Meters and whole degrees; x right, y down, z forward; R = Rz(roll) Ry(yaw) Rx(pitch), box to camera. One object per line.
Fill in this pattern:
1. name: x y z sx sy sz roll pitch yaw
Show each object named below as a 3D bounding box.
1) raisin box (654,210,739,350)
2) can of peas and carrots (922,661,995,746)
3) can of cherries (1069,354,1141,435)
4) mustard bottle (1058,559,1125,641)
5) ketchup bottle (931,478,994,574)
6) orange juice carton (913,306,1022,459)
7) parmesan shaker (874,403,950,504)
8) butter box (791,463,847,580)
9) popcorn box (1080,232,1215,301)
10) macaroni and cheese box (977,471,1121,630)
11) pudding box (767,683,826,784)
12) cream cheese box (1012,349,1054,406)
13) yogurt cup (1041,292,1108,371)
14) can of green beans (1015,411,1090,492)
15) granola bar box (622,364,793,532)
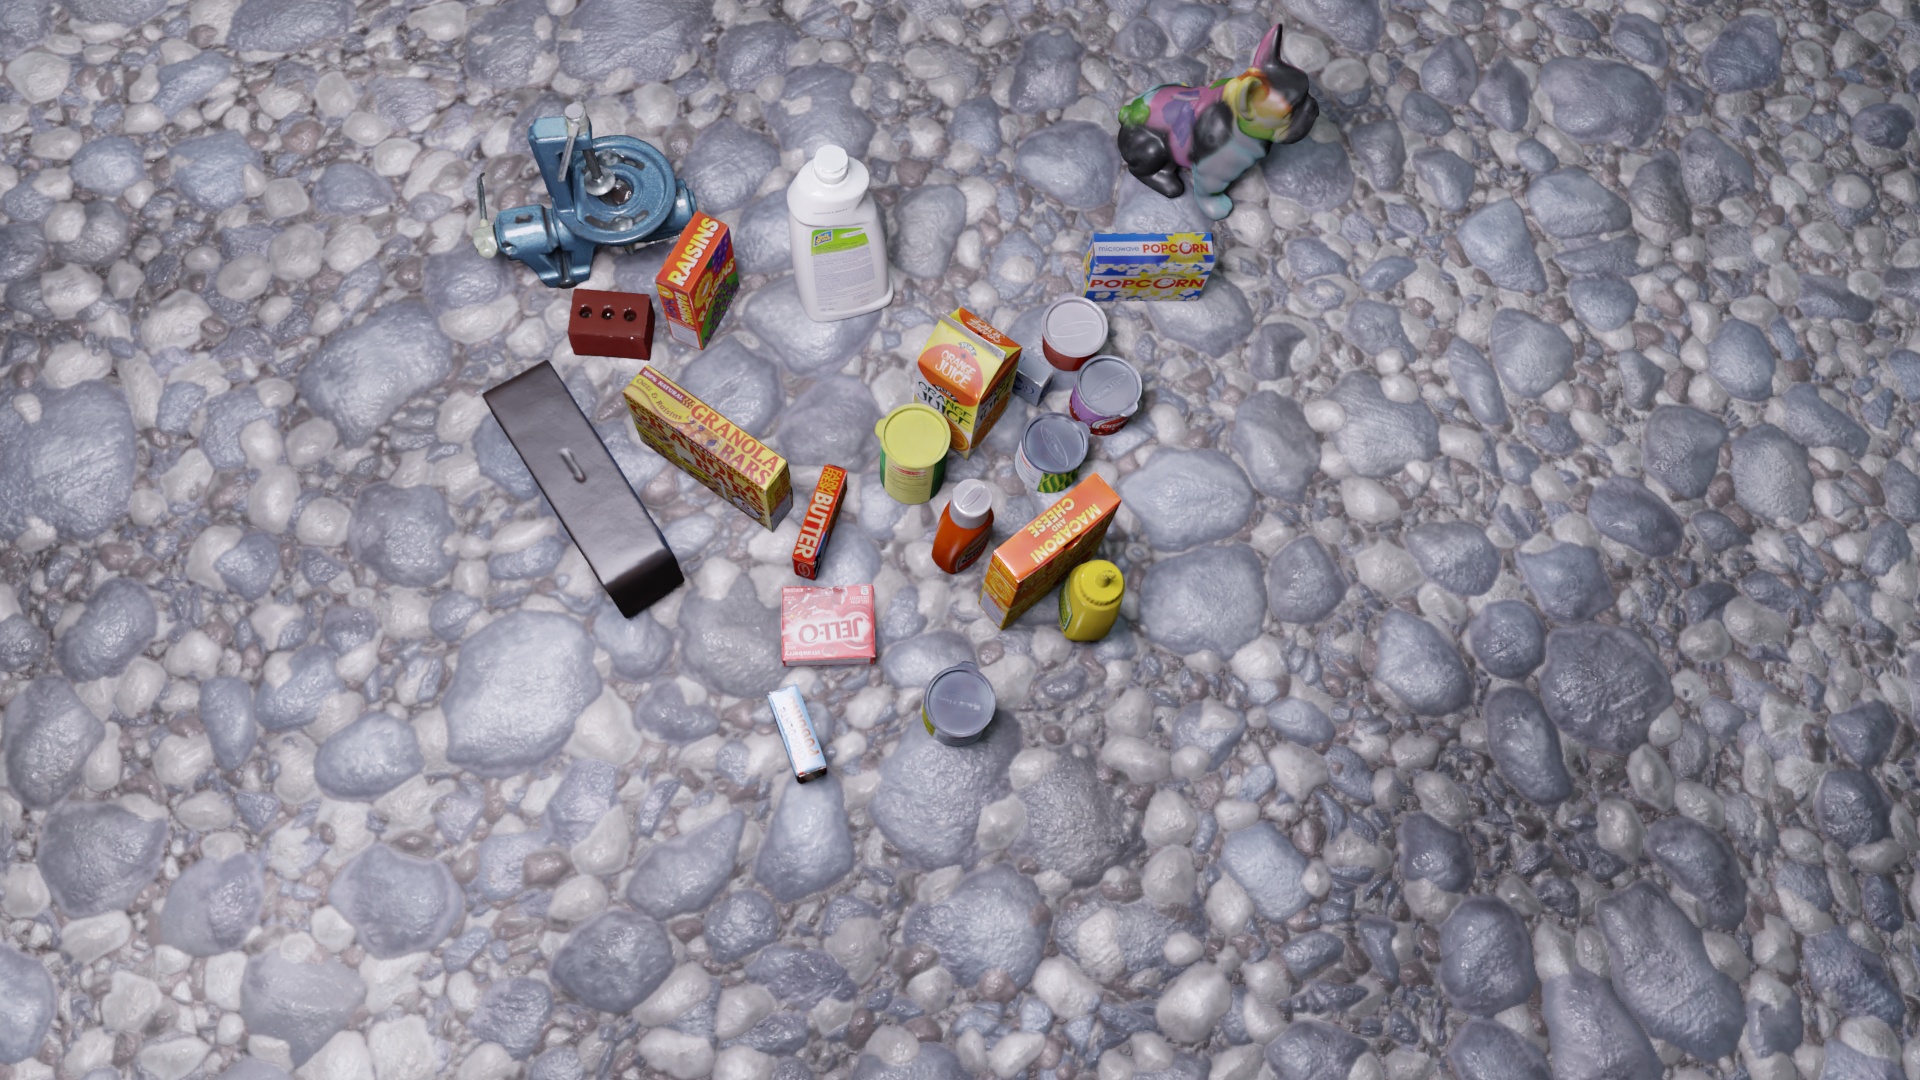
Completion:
1. raisin box: -0.260 -0.256 1.379 0.040 0.123 0.086 25 72 4
2. can of peas and carrots: -0.002 0.153 1.295 0.071 0.058 0.071 1 72 -4
3. can of cherries: 0.147 -0.144 1.406 0.071 0.058 0.071 1 72 -4
4. mustard bottle: 0.123 0.050 1.286 0.049 0.159 0.065 -2 72 -5
5. ketchup bottle: 0.005 -0.016 1.305 0.043 0.148 0.065 43 74 9
6. orange juice carton: 0.005 -0.156 1.329 0.072 0.192 0.073 35 73 7
7. parmesan shaker: -0.048 -0.083 1.347 0.071 0.102 0.071 1 72 -4
8. butter box: -0.136 -0.018 1.345 0.024 0.053 0.104 17 71 2
9. popcorn box: 0.193 -0.284 1.442 0.127 0.085 0.038 -1 72 -5
10. macaroni and cheese box: 0.081 0.013 1.291 0.124 0.166 0.040 -38 78 -15
11. pudding box: -0.150 0.178 1.280 0.030 0.049 0.084 -19 74 -10
12. cream cheese box: 0.044 -0.181 1.413 0.104 0.053 0.024 34 73 7
13. yogurt cup: 0.114 -0.209 1.428 0.072 0.053 0.072 1 72 -4
14. can of green beans: 0.090 -0.087 1.383 0.071 0.057 0.071 1 72 -4
15. granola bar box: -0.237 -0.086 1.323 0.165 0.124 0.039 34 73 7
